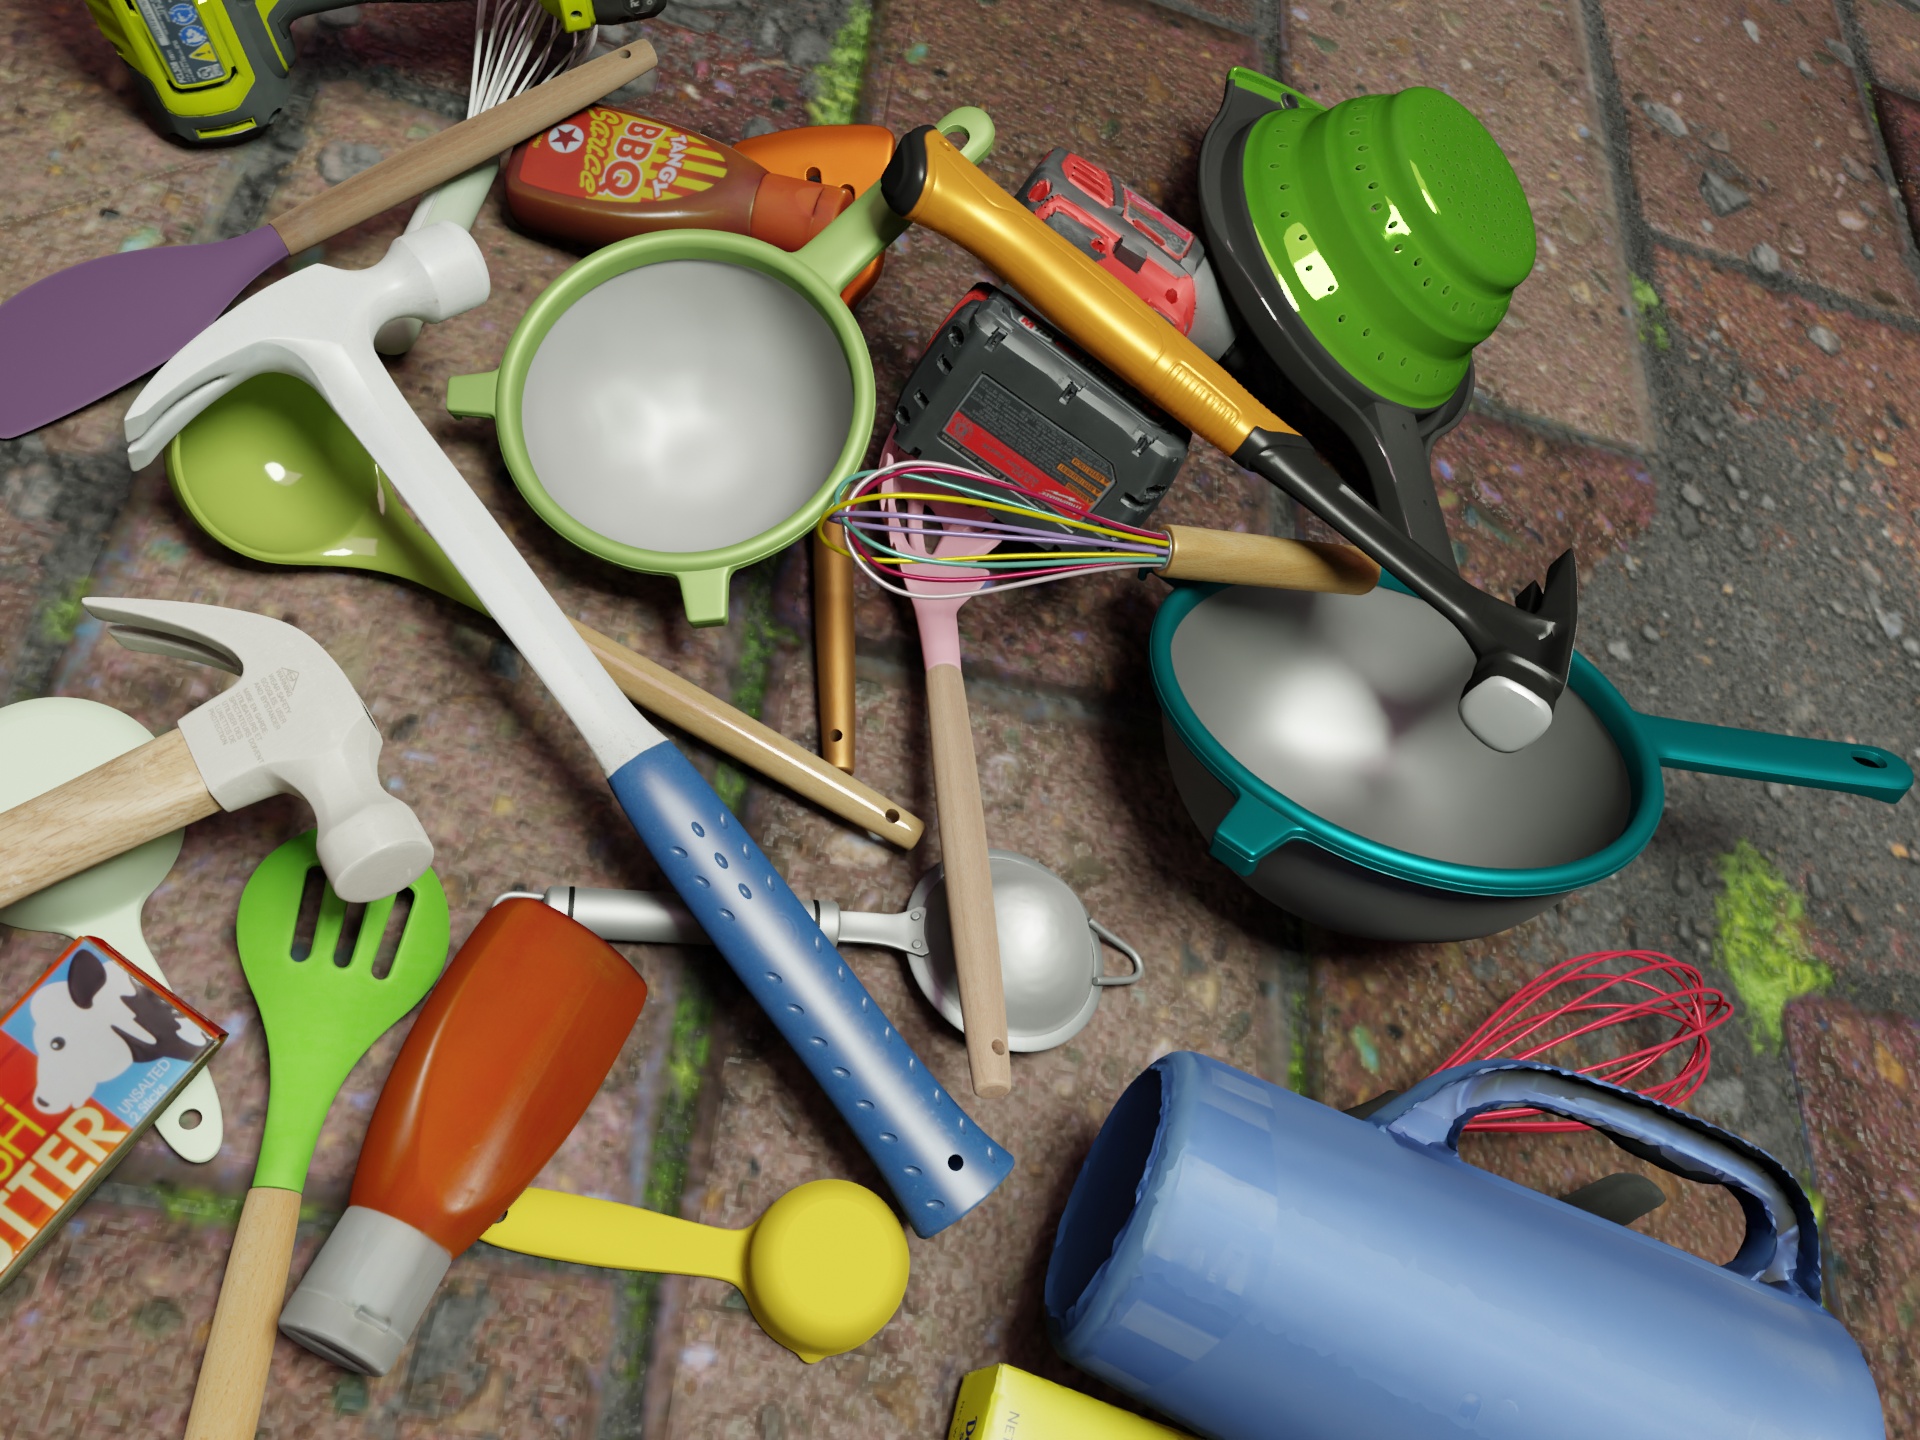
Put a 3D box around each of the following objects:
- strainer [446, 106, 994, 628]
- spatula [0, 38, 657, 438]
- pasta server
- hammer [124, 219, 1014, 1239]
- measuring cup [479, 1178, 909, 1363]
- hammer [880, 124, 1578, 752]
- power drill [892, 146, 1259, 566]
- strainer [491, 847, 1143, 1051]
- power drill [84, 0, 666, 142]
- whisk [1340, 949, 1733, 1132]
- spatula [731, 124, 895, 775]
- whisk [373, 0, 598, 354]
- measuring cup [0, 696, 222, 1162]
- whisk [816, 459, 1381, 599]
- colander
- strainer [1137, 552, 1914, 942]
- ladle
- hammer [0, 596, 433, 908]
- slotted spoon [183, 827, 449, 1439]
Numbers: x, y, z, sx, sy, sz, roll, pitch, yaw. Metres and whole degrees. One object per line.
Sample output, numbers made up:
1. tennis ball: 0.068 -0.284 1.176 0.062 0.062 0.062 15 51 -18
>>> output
1. strainer: -0.075 -0.159 0.671 0.151 0.069 0.256 40 76 10
2. spatula: -0.259 -0.211 0.655 0.316 0.018 0.060 -36 78 -19
3. pasta server: -0.001 -0.002 0.629 0.060 0.040 0.317 14 47 -24
4. hammer: -0.125 0.009 0.557 0.144 0.035 0.405 -35 86 -30
5. measuring cup: -0.092 0.175 0.535 0.156 0.029 0.062 14 59 -13
6. hammer: 0.110 -0.127 0.644 0.337 0.034 0.127 38 40 -2
7. power drill: 0.065 -0.174 0.737 0.143 0.078 0.220 34 42 -8
8. strainer: -0.043 0.078 0.601 0.258 0.050 0.087 5 56 -15
9. power drill: -0.243 -0.335 0.627 0.228 0.190 0.080 -17 66 -11
10. whisk: 0.193 0.154 0.639 0.295 0.073 0.073 -14 69 -21
11. spatula: -0.060 -0.127 0.703 0.081 0.041 0.323 -5 65 2
12. whisk: -0.217 -0.262 0.715 0.059 0.058 0.246 35 55 -37
13. measuring cup: -0.279 0.065 0.518 0.083 0.038 0.168 -23 72 -29
14. whisk: 0.060 -0.070 0.644 0.245 0.047 0.051 3 38 -20
15. colander: 0.236 -0.172 0.783 0.204 0.094 0.397 5 67 -39
16. strainer: 0.233 0.031 0.677 0.340 0.095 0.211 7 39 -11
17. ladle: -0.152 -0.036 0.608 0.320 0.062 0.078 30 67 -4
18. hammer: -0.334 0.064 0.462 0.331 0.031 0.130 -28 67 -17
19. slotted spoon: -0.216 0.173 0.493 0.070 0.031 0.314 17 60 -24
